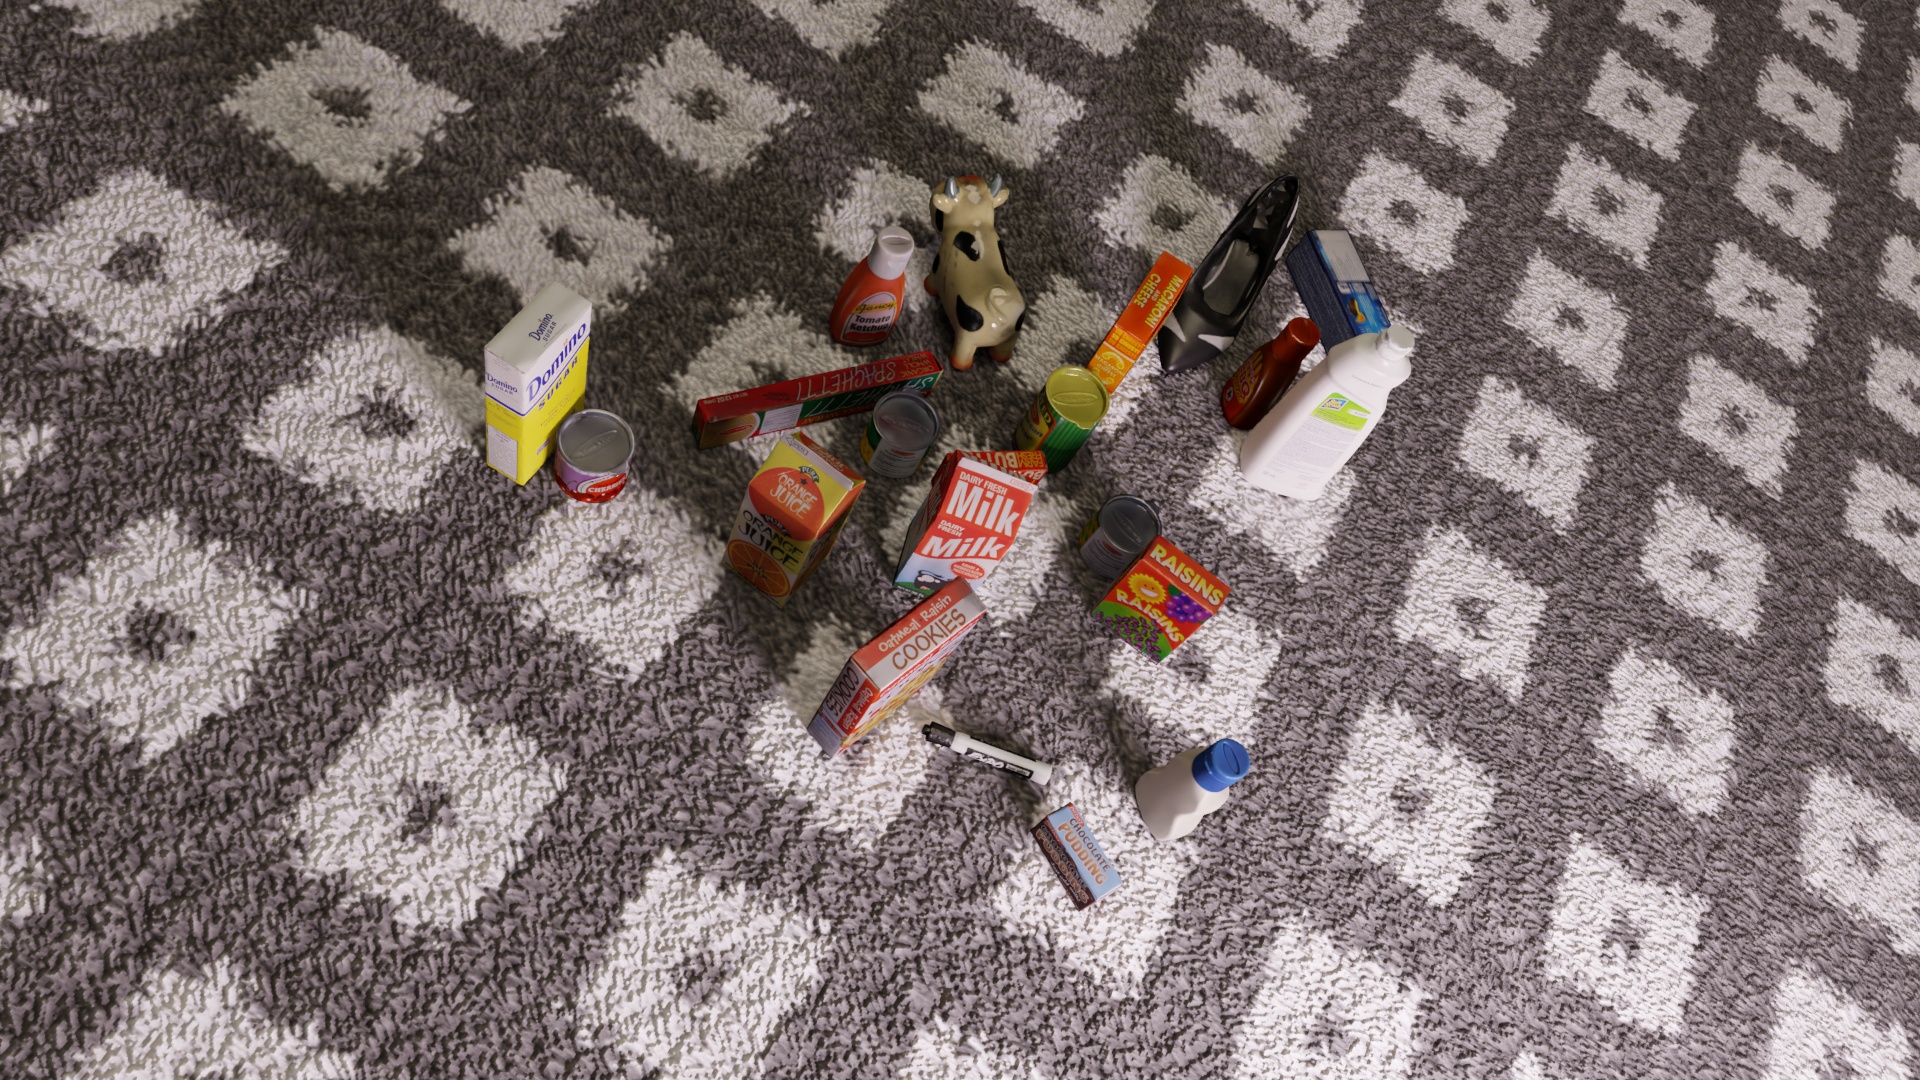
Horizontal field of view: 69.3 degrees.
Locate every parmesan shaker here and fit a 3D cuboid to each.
[{"bbox_3d":[0.098,-0.115,1.376,0.071,0.102,0.071,9,61,-15],"label":"parmesan shaker"}]

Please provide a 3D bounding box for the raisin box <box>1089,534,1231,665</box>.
[{"bbox_3d":[0.186,0.057,1.302,0.086,0.122,0.040,38,57,3],"label":"raisin box"}]

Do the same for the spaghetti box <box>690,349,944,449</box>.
[{"bbox_3d":[-0.135,-0.137,1.336,0.251,0.050,0.029,-16,70,-26],"label":"spaghetti box"}]

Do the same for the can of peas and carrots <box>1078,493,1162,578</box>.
[{"bbox_3d":[0.158,-0.005,1.364,0.071,0.058,0.071,9,61,-15],"label":"can of peas and carrots"}]

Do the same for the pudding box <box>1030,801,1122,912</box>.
[{"bbox_3d":[0.100,0.273,1.198,0.030,0.049,0.084,-23,73,-28],"label":"pudding box"}]

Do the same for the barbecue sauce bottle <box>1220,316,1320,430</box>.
[{"bbox_3d":[0.327,-0.179,1.466,0.044,0.147,0.065,10,60,-15],"label":"barbecue sauce bottle"}]

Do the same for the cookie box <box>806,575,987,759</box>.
[{"bbox_3d":[-0.056,0.107,1.162,0.123,0.166,0.040,-37,80,-31],"label":"cookie box"}]

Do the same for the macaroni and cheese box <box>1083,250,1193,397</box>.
[{"bbox_3d":[0.165,-0.198,1.408,0.040,0.165,0.124,34,57,0],"label":"macaroni and cheese box"}]

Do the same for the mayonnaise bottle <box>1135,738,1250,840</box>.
[{"bbox_3d":[0.202,0.213,1.209,0.041,0.147,0.065,-10,67,-24],"label":"mayonnaise bottle"}]

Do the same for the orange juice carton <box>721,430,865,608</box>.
[{"bbox_3d":[-0.141,-0.024,1.188,0.072,0.191,0.073,38,57,2],"label":"orange juice carton"}]

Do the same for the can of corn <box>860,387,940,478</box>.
[{"bbox_3d":[-0.058,-0.103,1.340,0.071,0.058,0.071,9,61,-15],"label":"can of corn"}]

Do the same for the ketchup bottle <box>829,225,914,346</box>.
[{"bbox_3d":[-0.083,-0.248,1.356,0.065,0.148,0.044,-4,65,-22],"label":"ketchup bottle"}]

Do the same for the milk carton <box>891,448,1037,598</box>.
[{"bbox_3d":[0.004,-0.016,1.237,0.072,0.189,0.074,20,58,-9],"label":"milk carton"}]

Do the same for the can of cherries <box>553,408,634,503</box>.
[{"bbox_3d":[-0.324,-0.072,1.228,0.071,0.058,0.072,9,61,-15],"label":"can of cherries"}]

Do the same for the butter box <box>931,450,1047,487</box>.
[{"bbox_3d":[0.028,-0.065,1.353,0.104,0.053,0.024,-3,64,-21],"label":"butter box"}]
